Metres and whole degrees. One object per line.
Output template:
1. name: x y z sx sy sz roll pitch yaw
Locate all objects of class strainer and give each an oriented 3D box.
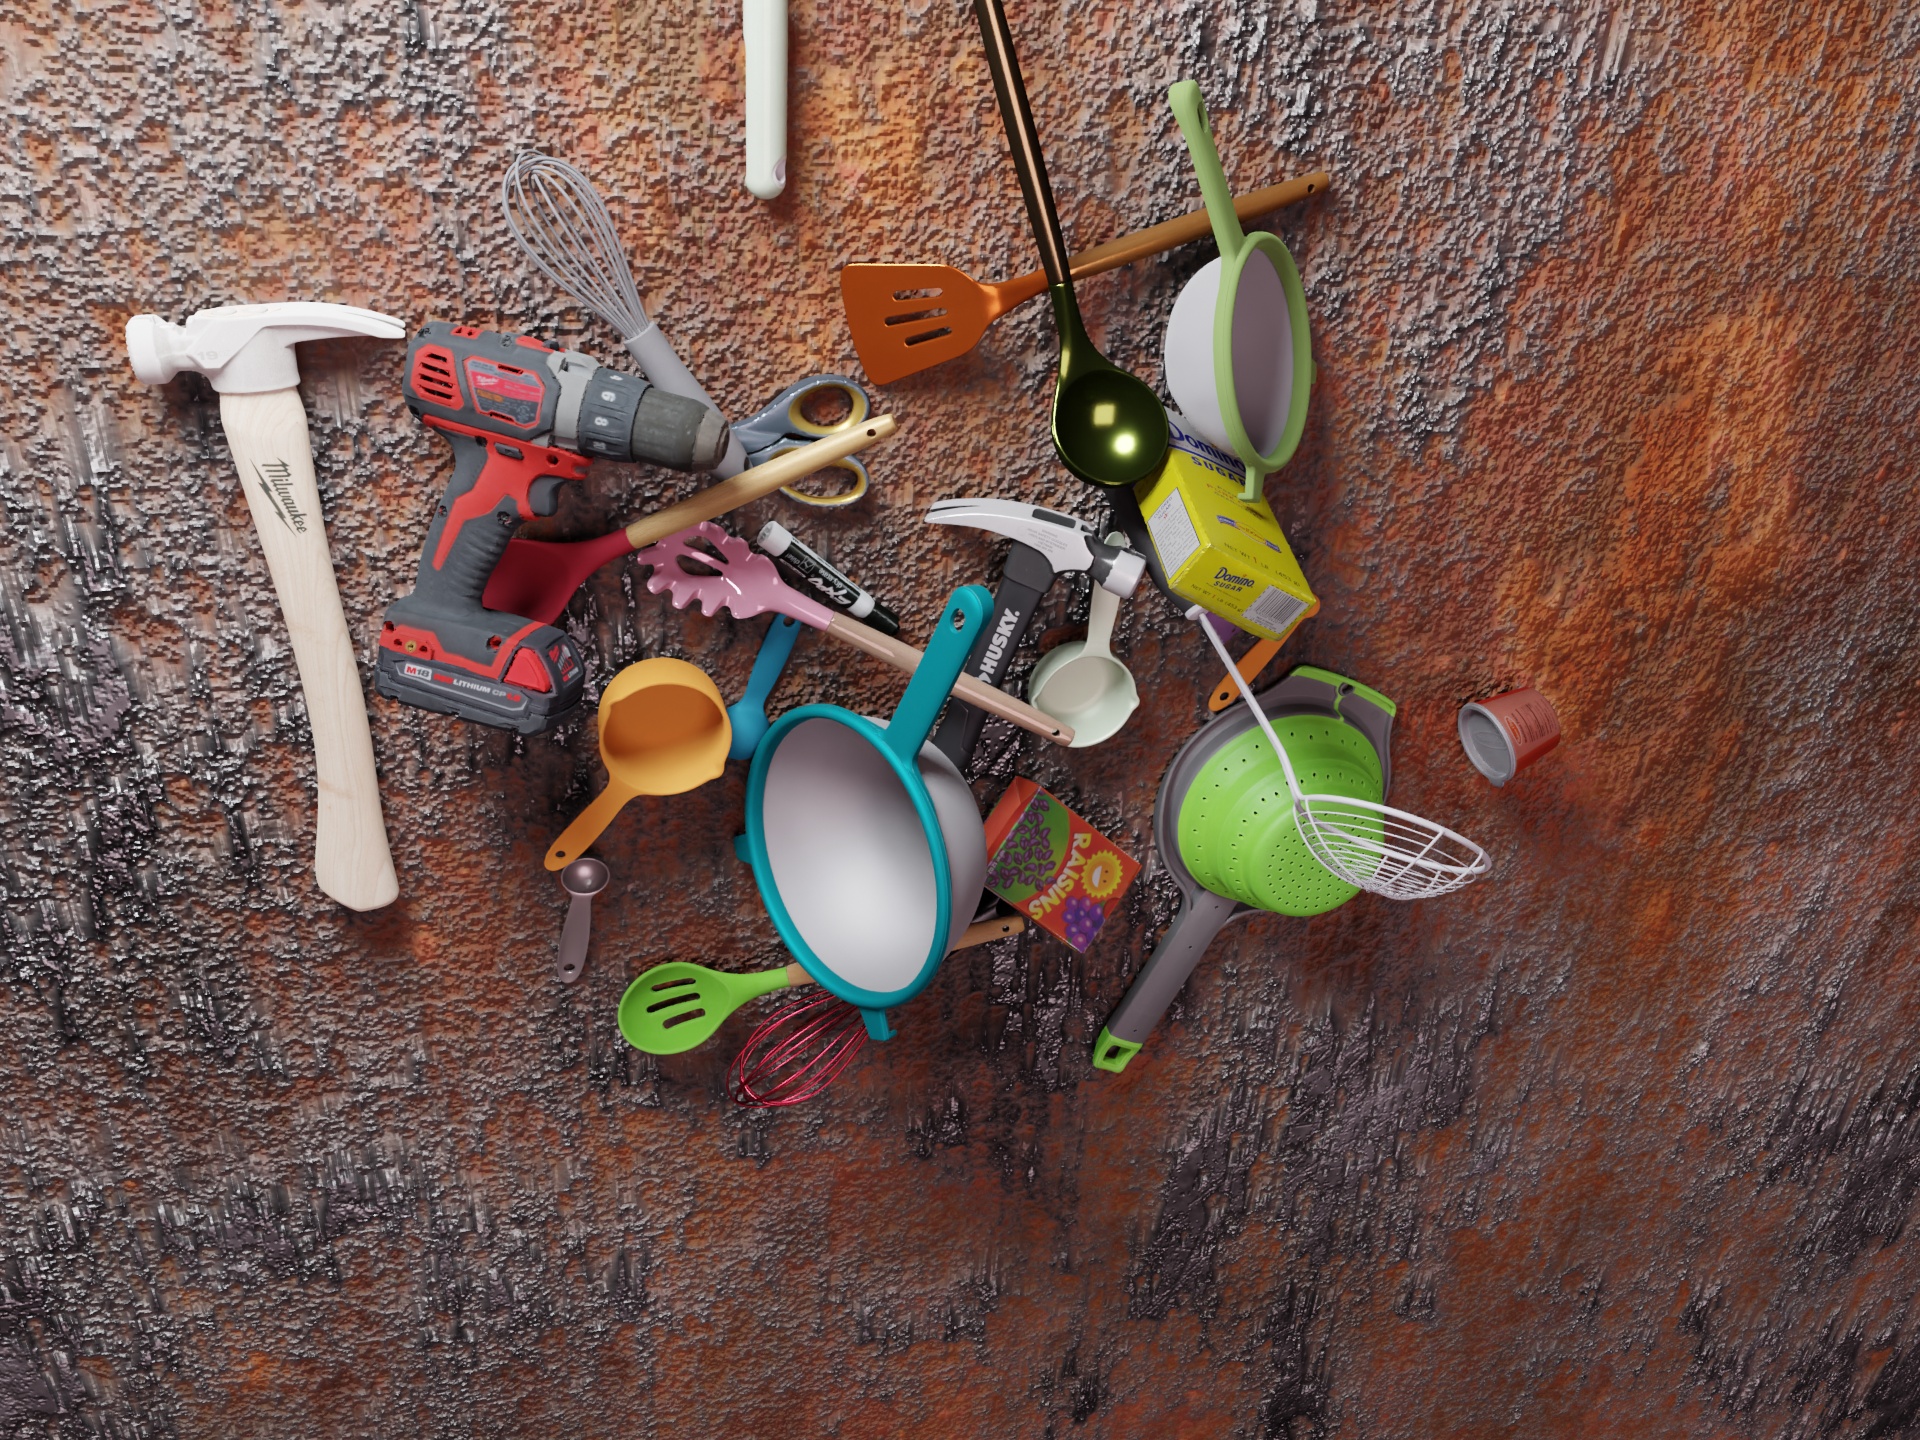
1. strainer: 0.151 -0.271 0.992 0.069 0.152 0.256 2 136 33
2. strainer: -0.027 0.039 1.057 0.095 0.211 0.340 -15 143 -42

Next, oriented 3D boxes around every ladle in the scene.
1. ladle: -0.183 -0.124 0.988 0.315 0.031 0.069 -21 113 13
2. ladle: 0.059 -0.286 0.949 0.078 0.062 0.319 -29 122 -16

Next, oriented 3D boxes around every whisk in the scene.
1. whisk: -0.059 0.207 1.241 0.296 0.073 0.073 -36 123 -2
2. whisk: -0.108 -0.413 0.876 0.059 0.058 0.246 14 123 15
3. whisk: -0.190 -0.228 0.945 0.055 0.055 0.238 -32 120 3

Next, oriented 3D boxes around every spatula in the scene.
1. spatula: 0.085 -0.296 1.011 0.322 0.041 0.081 -21 123 -9

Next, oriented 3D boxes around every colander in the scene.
1. colander: 0.223 0.151 1.266 0.204 0.095 0.397 19 112 -25

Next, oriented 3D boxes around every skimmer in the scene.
1. skimmer: 0.214 -0.035 1.058 0.090 0.127 0.363 -29 79 -5

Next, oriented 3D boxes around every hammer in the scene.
1. hammer: -0.002 -0.004 1.129 0.146 0.035 0.334 24 119 -1
2. hammer: -0.394 -0.056 1.000 0.146 0.038 0.410 -8 121 -14

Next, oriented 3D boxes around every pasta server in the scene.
1. pasta server: -0.063 -0.052 1.058 0.316 0.040 0.060 26 104 -11

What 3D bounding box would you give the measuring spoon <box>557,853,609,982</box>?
1. measuring spoon: -0.281 0.143 1.164 0.034 0.018 0.124 5 124 -19

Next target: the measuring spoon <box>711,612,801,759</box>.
1. measuring spoon: -0.136 -0.024 1.101 0.042 0.021 0.128 15 116 -24

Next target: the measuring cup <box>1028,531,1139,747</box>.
1. measuring cup: 0.092 -0.062 1.140 0.083 0.038 0.167 0 117 -17

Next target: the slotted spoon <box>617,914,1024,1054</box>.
1. slotted spoon: -0.105 0.190 1.208 0.314 0.031 0.070 -13 100 0

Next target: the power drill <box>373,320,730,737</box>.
1. power drill: -0.247 -0.110 0.948 0.188 0.080 0.226 15 105 0

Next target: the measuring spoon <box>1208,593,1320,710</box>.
1. measuring spoon: 0.230 -0.049 1.201 0.021 0.011 0.117 34 106 -30

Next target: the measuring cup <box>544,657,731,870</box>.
1. measuring cup: -0.230 0.030 1.089 0.095 0.052 0.173 35 107 -30
